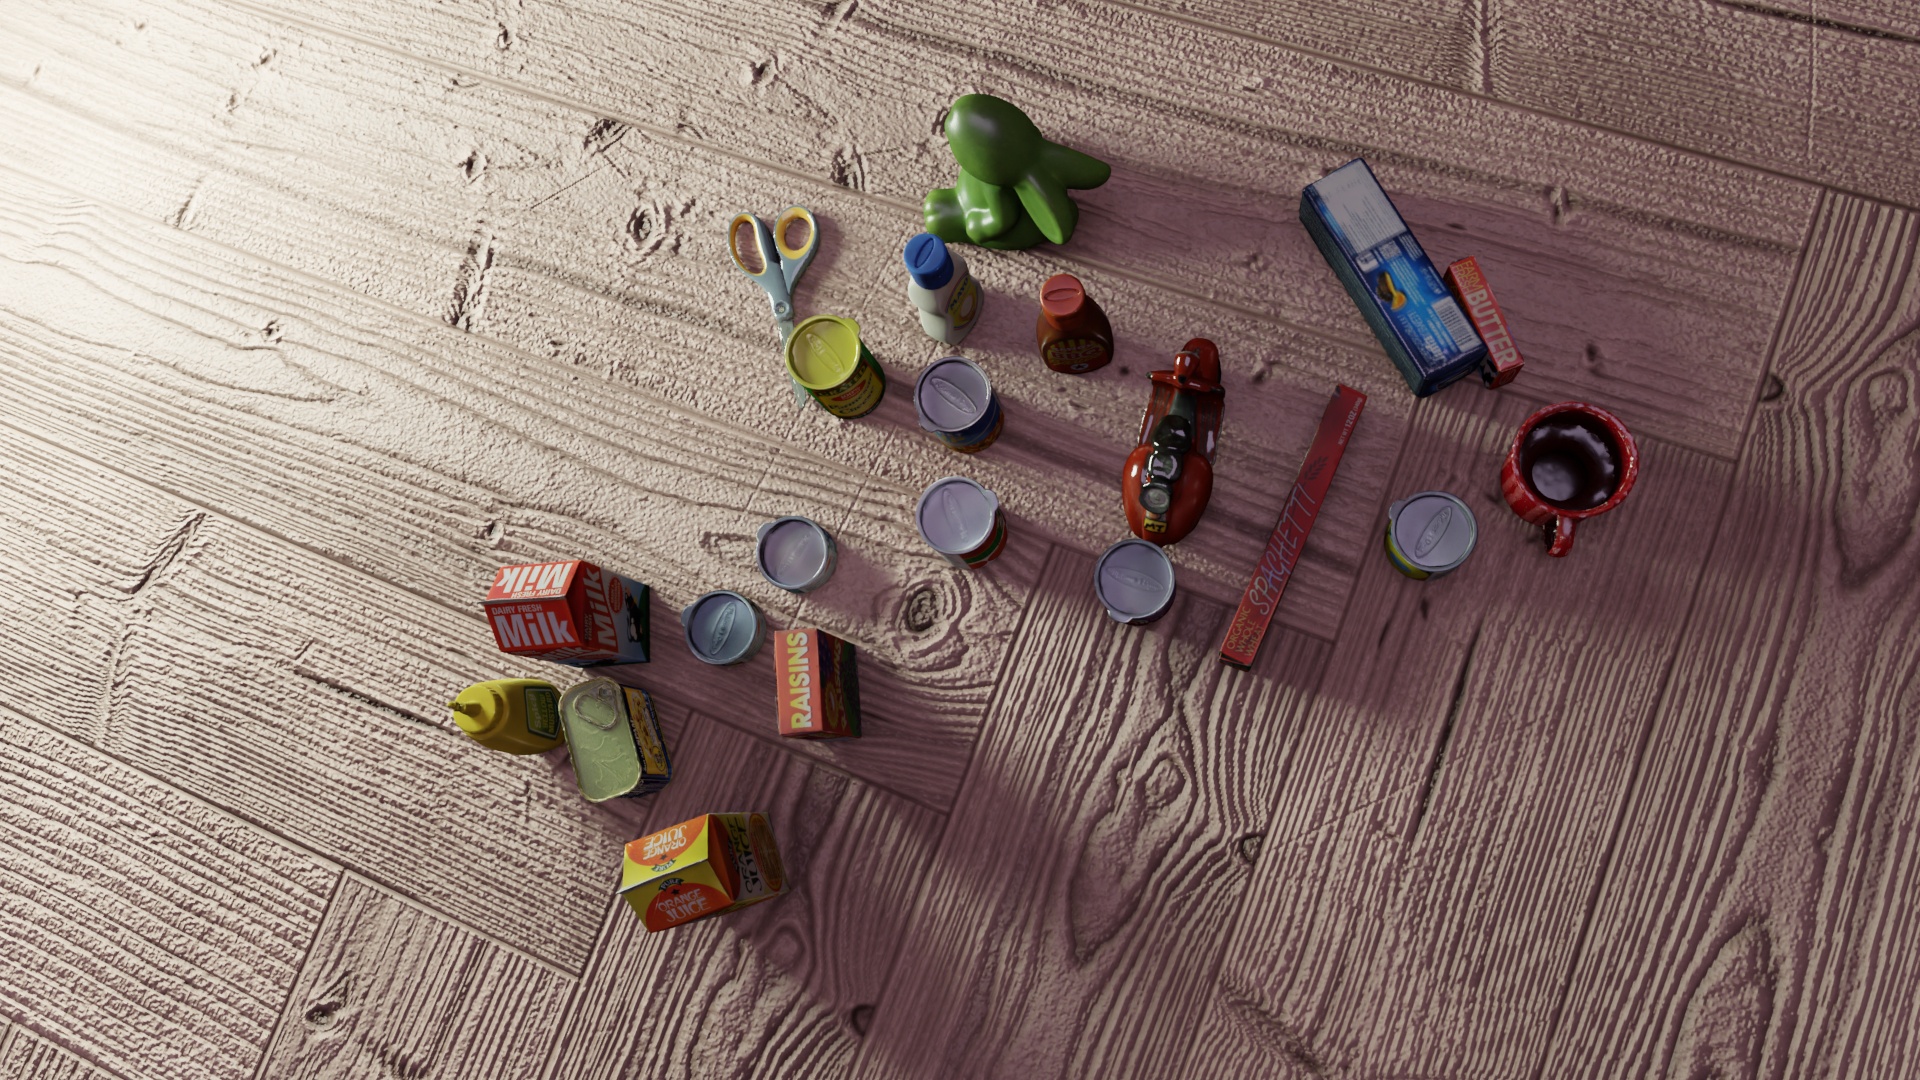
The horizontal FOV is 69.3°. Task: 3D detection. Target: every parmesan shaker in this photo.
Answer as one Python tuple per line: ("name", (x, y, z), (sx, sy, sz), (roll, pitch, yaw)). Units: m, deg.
("parmesan shaker", (-0.105, -0.152, 1.219), (0.071, 0.103, 0.071), (-2, 79, 10))

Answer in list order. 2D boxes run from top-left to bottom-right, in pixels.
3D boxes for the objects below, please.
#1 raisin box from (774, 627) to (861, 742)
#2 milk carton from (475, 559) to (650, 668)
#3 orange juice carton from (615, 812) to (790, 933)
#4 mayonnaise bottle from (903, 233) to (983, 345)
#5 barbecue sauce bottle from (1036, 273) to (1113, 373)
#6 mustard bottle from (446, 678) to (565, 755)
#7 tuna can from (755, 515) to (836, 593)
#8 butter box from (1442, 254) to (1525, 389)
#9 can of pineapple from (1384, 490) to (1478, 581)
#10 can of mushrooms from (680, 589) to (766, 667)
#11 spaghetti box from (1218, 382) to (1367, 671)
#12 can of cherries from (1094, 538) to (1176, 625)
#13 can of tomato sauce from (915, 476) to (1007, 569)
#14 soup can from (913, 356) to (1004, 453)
("raisin box", (-0.118, 0.122, 1.157), (0.040, 0.123, 0.086), (-6, 79, 9))
("milk carton", (-0.330, 0.062, 1.171), (0.072, 0.190, 0.073), (-5, 79, 9))
("orange juice carton", (-0.205, 0.263, 1.108), (0.072, 0.192, 0.073), (-21, 77, 6))
("mayonnaise bottle", (-0.016, -0.218, 1.193), (0.041, 0.148, 0.065), (27, 85, 14))
("barbecue sauce bottle", (0.093, -0.181, 1.167), (0.065, 0.148, 0.044), (-6, 79, 9))
("mustard bottle", (-0.388, 0.148, 1.179), (0.049, 0.160, 0.065), (-12, 78, 8))
("tuna can", (-0.147, 0.012, 1.230), (0.071, 0.033, 0.071), (-2, 79, 10))
("butter box", (0.433, -0.181, 1.157), (0.024, 0.053, 0.103), (-21, 76, 6))
("can of pineapple", (0.380, -0.004, 1.129), (0.071, 0.058, 0.071), (-2, 79, 10))
("can of mushrooms", (-0.209, 0.077, 1.228), (0.071, 0.033, 0.071), (-2, 79, 10))
("spaghetti box", (0.275, -0.009, 1.152), (0.029, 0.050, 0.250), (23, 84, 13))
("can of cherries", (0.145, 0.038, 1.161), (0.071, 0.058, 0.071), (-2, 79, 10))
("can of tomato sauce", (0.004, -0.015, 1.183), (0.071, 0.083, 0.071), (-2, 79, 10))
("soup can", (-0.002, -0.114, 1.203), (0.071, 0.083, 0.071), (-2, 79, 10))
